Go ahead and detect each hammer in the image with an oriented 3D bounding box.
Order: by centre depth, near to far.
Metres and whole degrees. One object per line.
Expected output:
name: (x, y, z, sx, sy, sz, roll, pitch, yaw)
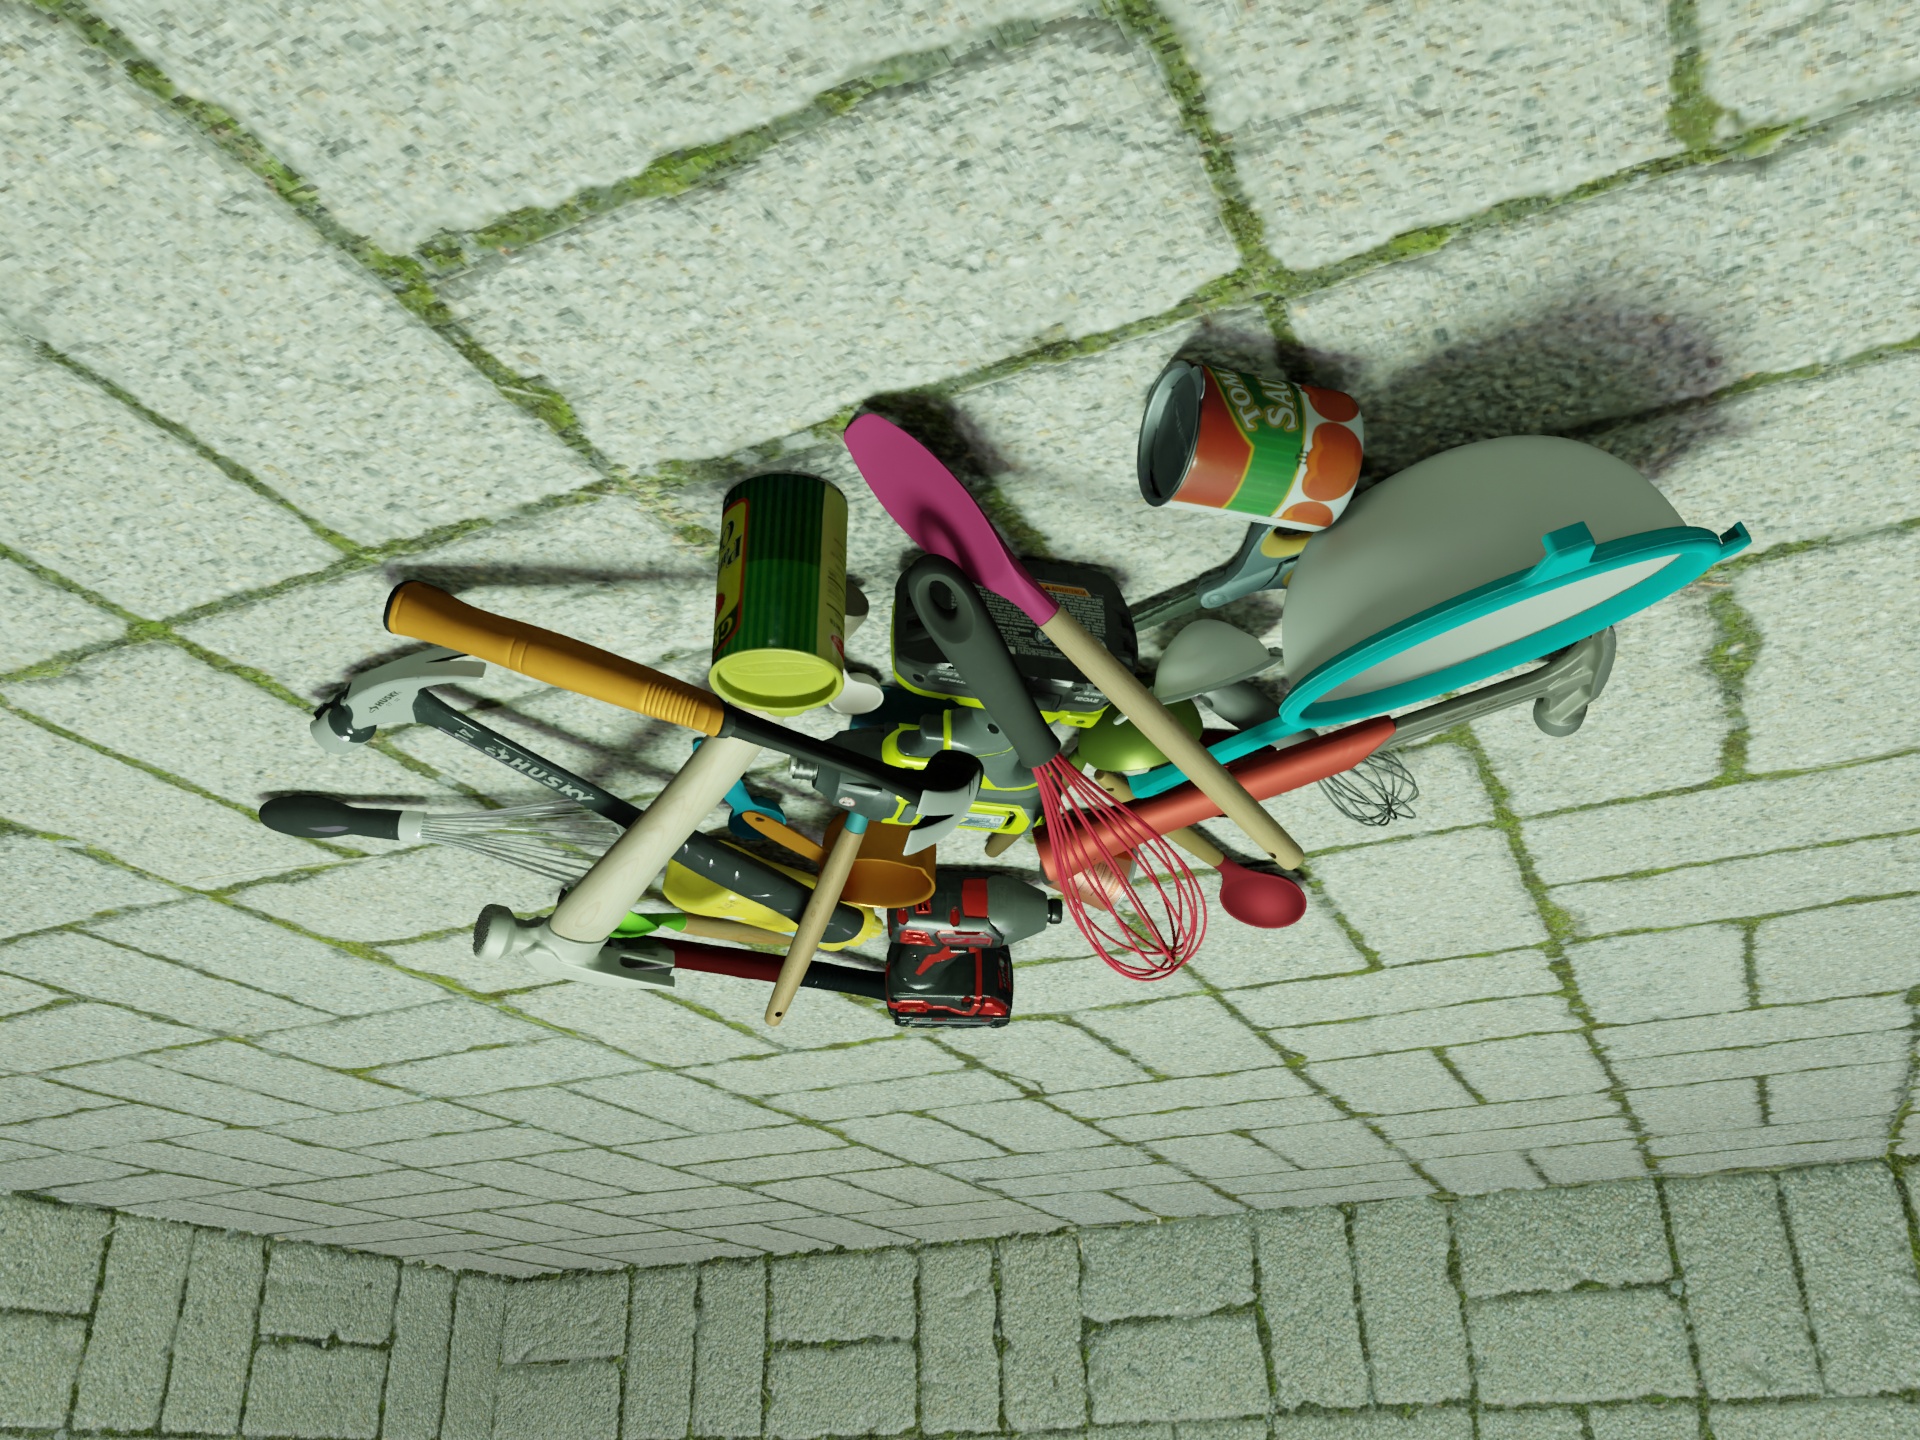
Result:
hammer: (-0.156, -0.009, 0.847, 0.337, 0.034, 0.127, 19, -169, 8)
hammer: (0.216, 0.020, 0.969, 0.359, 0.037, 0.149, -19, 153, 5)
hammer: (-0.166, 0.054, 1.006, 0.146, 0.038, 0.410, 17, 134, -30)
hammer: (-0.218, 0.064, 1.075, 0.149, 0.036, 0.408, -25, 137, 35)
hammer: (-0.176, 0.213, 1.405, 0.143, 0.038, 0.386, 21, 180, 41)

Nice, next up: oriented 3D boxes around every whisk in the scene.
whisk: (0.052, 0.031, 0.838, 0.073, 0.073, 0.295, -16, 122, 28)
whisk: (0.227, 0.018, 1.043, 0.055, 0.055, 0.238, -24, 141, 39)
whisk: (-0.360, 0.078, 1.142, 0.284, 0.070, 0.070, 6, 153, -2)

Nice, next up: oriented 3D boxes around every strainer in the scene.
strainer: (0.199, -0.054, 0.805, 0.211, 0.095, 0.340, -7, 164, -44)
strainer: (0.209, -0.048, 0.915, 0.258, 0.050, 0.087, -12, -171, 9)

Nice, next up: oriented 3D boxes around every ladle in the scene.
ladle: (0.075, 0.051, 1.096, 0.078, 0.062, 0.320, -31, 169, -26)
ladle: (0.184, 0.099, 1.227, 0.069, 0.031, 0.315, -20, 146, 28)

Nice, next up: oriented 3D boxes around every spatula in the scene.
spatula: (-0.082, 0.101, 1.103, 0.082, 0.044, 0.317, 12, 119, -22)

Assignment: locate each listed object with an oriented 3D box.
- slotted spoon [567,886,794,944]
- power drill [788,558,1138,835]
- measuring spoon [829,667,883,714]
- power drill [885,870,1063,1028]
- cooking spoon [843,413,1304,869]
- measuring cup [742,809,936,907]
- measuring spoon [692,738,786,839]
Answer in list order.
slotted spoon: (-0.211, 0.166, 1.283, 0.070, 0.031, 0.313, 14, 175, 26)
power drill: (-0.001, -0.003, 0.939, 0.171, 0.080, 0.223, 7, 150, -14)
measuring spoon: (-0.083, -0.042, 0.953, 0.034, 0.018, 0.124, -18, 143, 16)
power drill: (0.005, 0.192, 1.359, 0.143, 0.079, 0.219, 1, 151, -5)
cooking spoon: (0.062, -0.035, 0.790, 0.318, 0.017, 0.069, 44, 154, -12)
measuring cup: (-0.089, 0.082, 1.161, 0.095, 0.052, 0.173, -22, 139, 37)
measuring spoon: (-0.160, 0.043, 1.121, 0.042, 0.021, 0.128, -14, 142, 8)
